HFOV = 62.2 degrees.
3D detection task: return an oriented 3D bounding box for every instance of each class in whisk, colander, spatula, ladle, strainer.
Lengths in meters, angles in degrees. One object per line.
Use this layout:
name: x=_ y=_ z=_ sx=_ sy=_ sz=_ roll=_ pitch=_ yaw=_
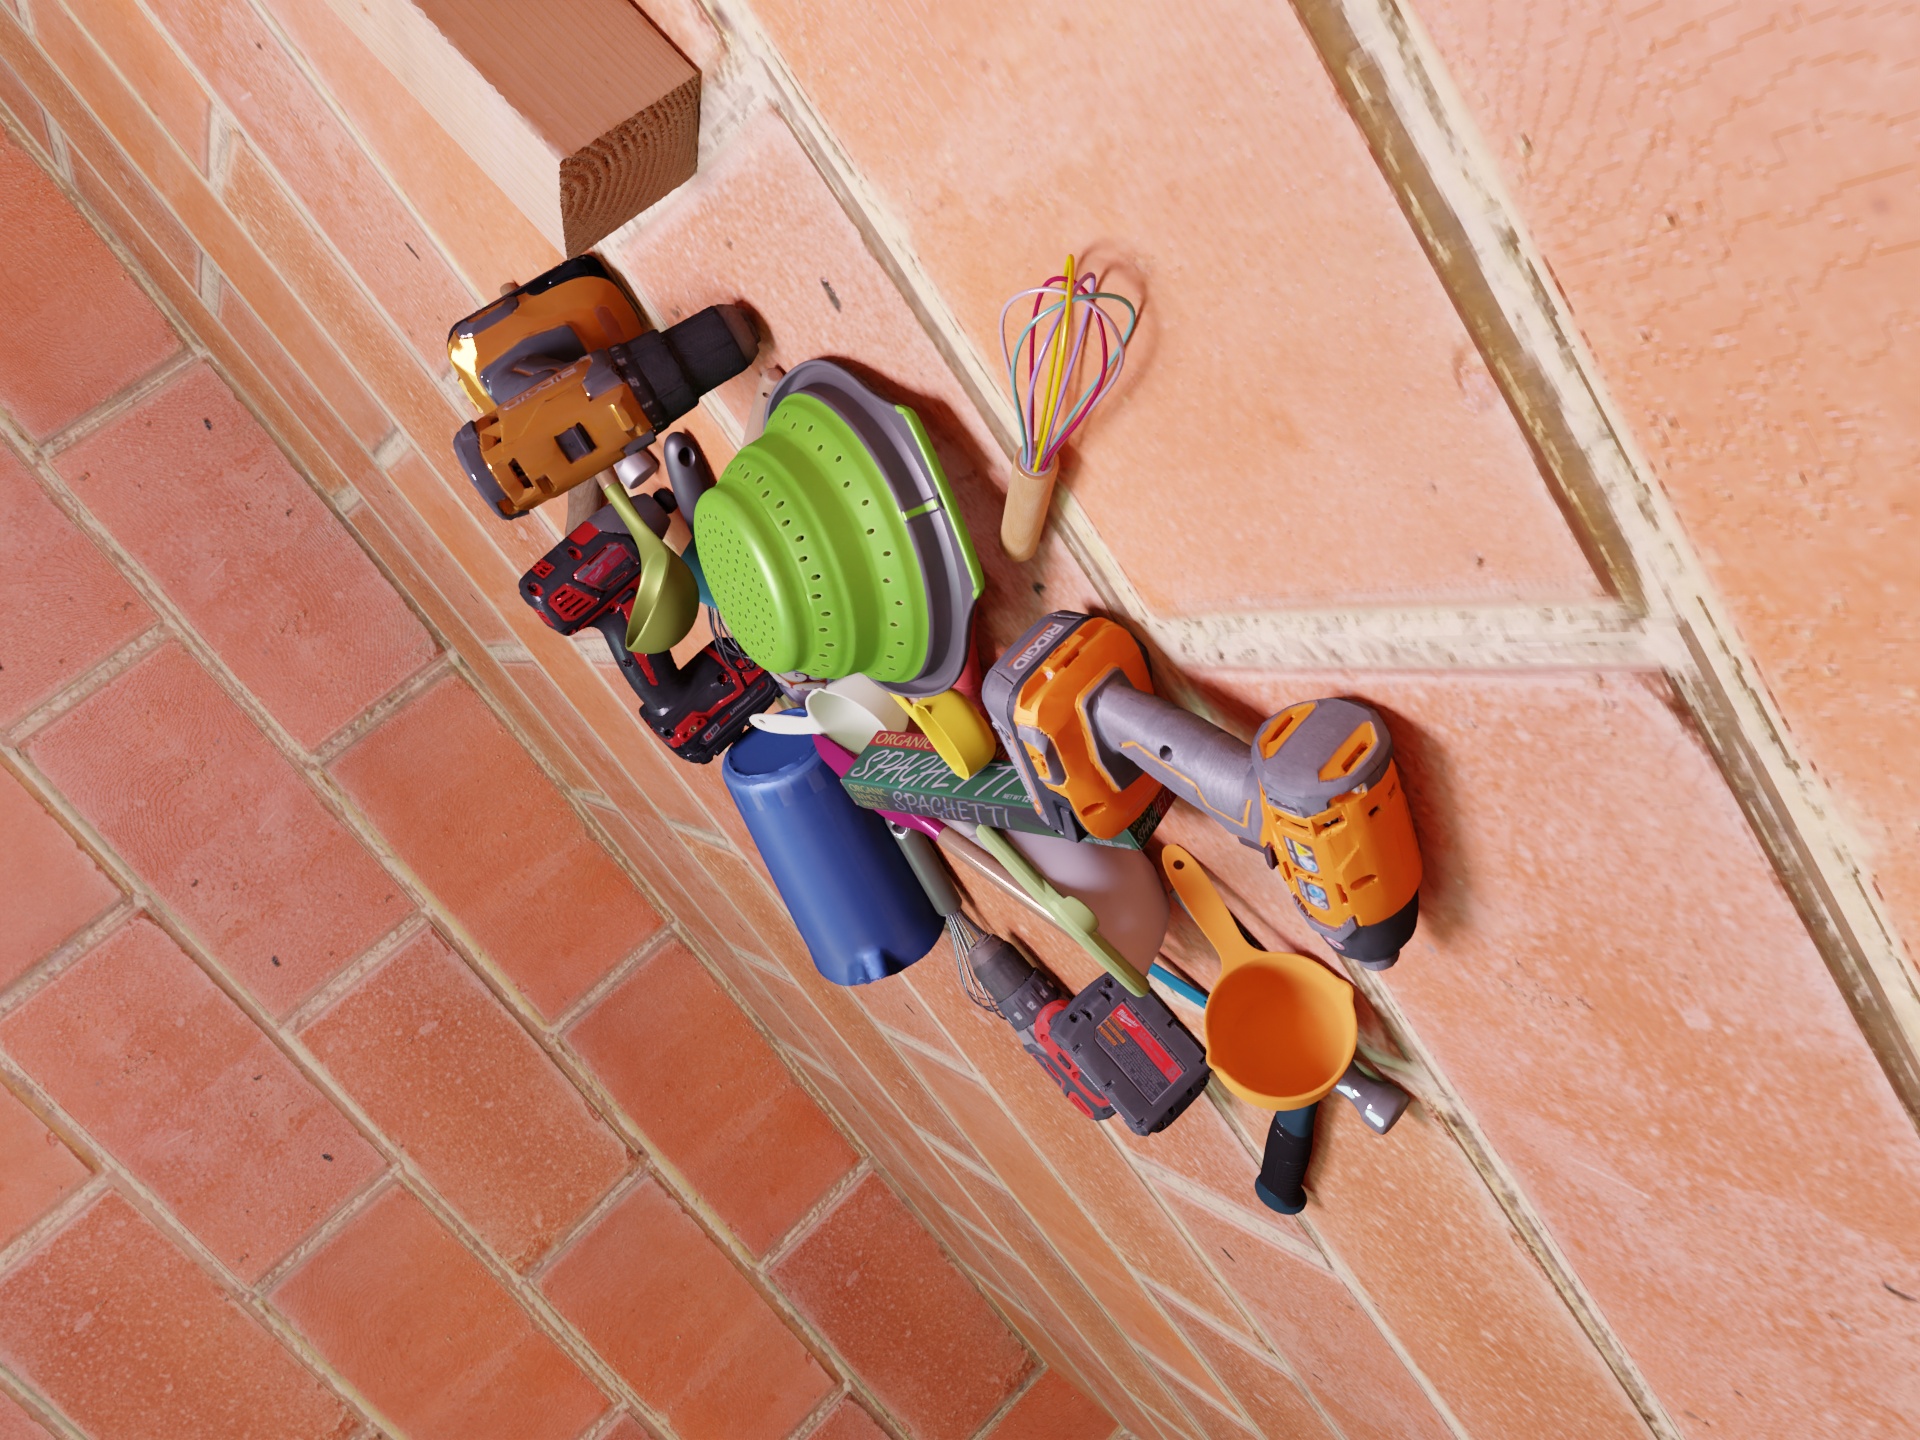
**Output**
whisk: x=0.039 y=-0.133 z=0.729 sx=0.245 sy=0.051 sz=0.047 roll=100 pitch=147 yaw=-72
colander: x=-0.121 y=-0.089 z=0.975 sx=0.397 sy=0.094 sz=0.204 roll=-6 pitch=108 yaw=66
whisk: x=-0.005 y=0.171 z=1.413 sx=0.058 sy=0.059 sz=0.246 roll=-17 pitch=117 yaw=22
spatula: x=-0.148 y=-0.151 z=1.088 sx=0.082 sy=0.044 sz=0.317 roll=22 pitch=160 yaw=-6
ladle: x=-0.280 y=-0.192 z=1.179 sx=0.078 sy=0.062 sz=0.320 roll=-42 pitch=73 yaw=48
strainer: x=0.083 y=0.097 z=0.964 sx=0.151 sy=0.069 sz=0.256 roll=45 pitch=178 yaw=4
whisk: x=-0.186 y=-0.126 z=1.226 sx=0.055 sy=0.055 sz=0.238 roll=35 pitch=152 yaw=35

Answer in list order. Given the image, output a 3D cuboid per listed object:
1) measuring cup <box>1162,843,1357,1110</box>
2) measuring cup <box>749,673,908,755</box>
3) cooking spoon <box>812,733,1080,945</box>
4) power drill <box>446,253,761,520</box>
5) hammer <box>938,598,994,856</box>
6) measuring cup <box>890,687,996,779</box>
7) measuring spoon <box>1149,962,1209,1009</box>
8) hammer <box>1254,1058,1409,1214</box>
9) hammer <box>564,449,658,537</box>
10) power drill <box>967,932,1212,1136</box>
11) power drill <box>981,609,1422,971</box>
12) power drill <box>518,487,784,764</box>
measuring cup: x=0.169 y=0.153 z=0.959 sx=0.174 sy=0.095 sz=0.052 roll=60 pitch=175 yaw=28
measuring cup: x=-0.105 y=-0.009 z=1.227 sx=0.168 sy=0.038 sz=0.083 roll=0 pitch=138 yaw=48
cooking spoon: x=0.007 y=0.096 z=1.157 sx=0.319 sy=0.017 sz=0.068 roll=34 pitch=157 yaw=27
power drill: x=-0.227 y=-0.221 z=0.987 sx=0.084 sy=0.185 sz=0.226 roll=61 pitch=176 yaw=-34
hammer: x=-0.002 y=-0.003 z=1.068 sx=0.149 sy=0.037 sz=0.358 roll=38 pitch=159 yaw=27
measuring cup: x=-0.025 y=-0.019 z=1.007 sx=0.157 sy=0.029 sz=0.062 roll=46 pitch=166 yaw=46
measuring spoon: x=0.140 y=0.168 z=1.135 sx=0.129 sy=0.021 sz=0.042 roll=33 pitch=157 yaw=15
hammer: x=0.235 y=0.287 z=1.121 sx=0.128 sy=0.033 sz=0.330 roll=38 pitch=159 yaw=26
hammer: x=-0.329 y=-0.211 z=1.389 sx=0.130 sy=0.031 sz=0.331 roll=48 pitch=162 yaw=-2
power drill: x=0.094 y=0.249 z=1.299 sx=0.188 sy=0.080 sz=0.226 roll=49 pitch=164 yaw=-1
power drill: x=0.128 y=0.040 z=0.801 sx=0.227 sy=0.084 sz=0.164 roll=24 pitch=150 yaw=43
power drill: x=-0.246 y=-0.081 z=1.315 sx=0.079 sy=0.143 sz=0.219 roll=31 pitch=161 yaw=51
